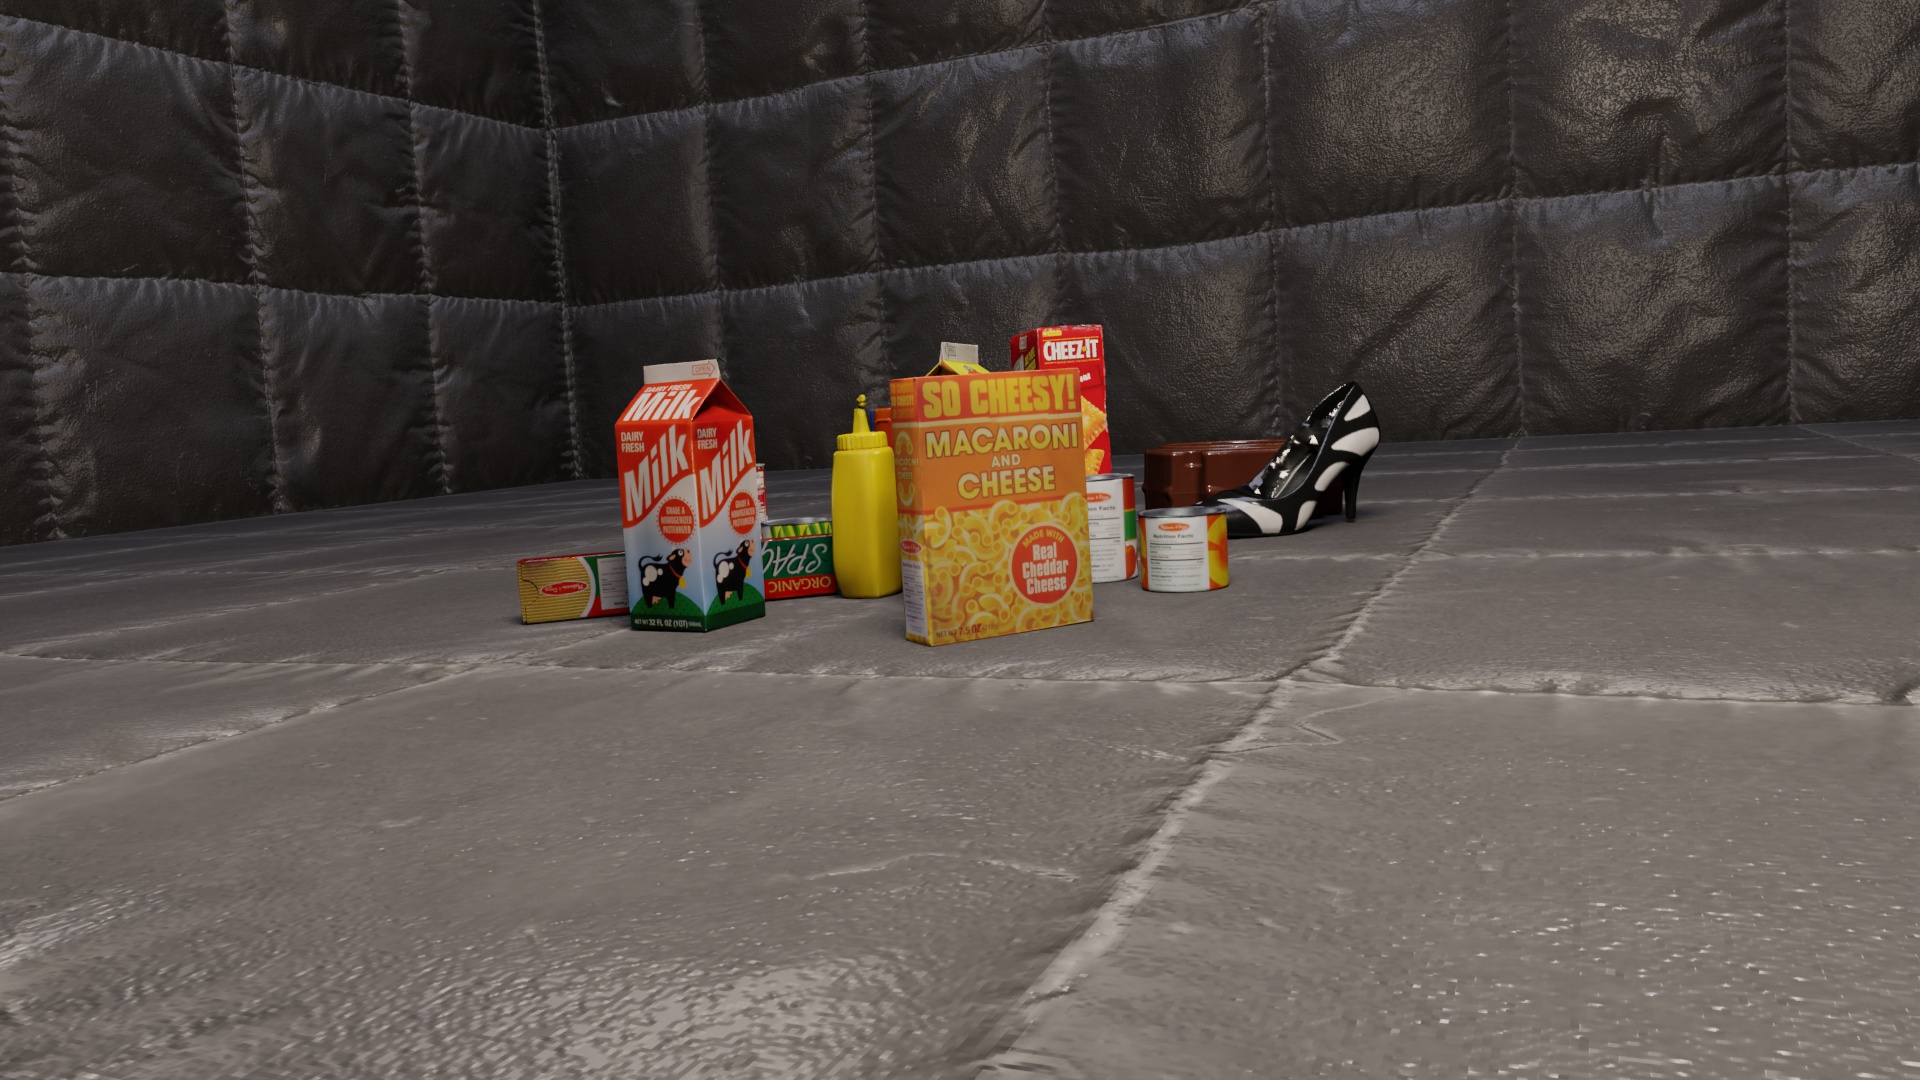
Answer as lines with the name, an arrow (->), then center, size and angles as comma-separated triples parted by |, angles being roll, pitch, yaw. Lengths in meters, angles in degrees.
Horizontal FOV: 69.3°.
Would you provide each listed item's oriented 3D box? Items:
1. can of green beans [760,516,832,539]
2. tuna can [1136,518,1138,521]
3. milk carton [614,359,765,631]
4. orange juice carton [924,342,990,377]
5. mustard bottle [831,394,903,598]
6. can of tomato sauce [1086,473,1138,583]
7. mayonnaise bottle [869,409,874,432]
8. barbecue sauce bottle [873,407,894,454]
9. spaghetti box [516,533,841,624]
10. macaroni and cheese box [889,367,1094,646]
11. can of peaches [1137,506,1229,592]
can of green beans -> -0.137, 0.011, 1.196 | 0.071, 0.057, 0.071 | -4, 5, 0
tuna can -> 0.196, -0.006, 1.279 | 0.071, 0.032, 0.071 | -4, 5, 0
milk carton -> -0.196, -0.033, 1.007 | 0.072, 0.190, 0.073 | -1, 6, 29
orange juice carton -> 0.005, -0.050, 1.027 | 0.073, 0.192, 0.072 | -2, 5, 24
mustard bottle -> -0.075, -0.036, 1.106 | 0.049, 0.160, 0.065 | -1, 6, 25
can of tomato sauce -> 0.110, -0.011, 1.123 | 0.071, 0.083, 0.071 | -4, 5, 0
mayonnaise bottle -> -0.060, -0.048, 1.286 | 0.065, 0.148, 0.041 | -3, 5, 5
barbecue sauce bottle -> -0.051, -0.038, 1.174 | 0.065, 0.148, 0.044 | -1, 6, 32
spaghetti box -> -0.220, 0.029, 1.106 | 0.250, 0.050, 0.028 | -5, 5, -14
macaroni and cheese box -> 0.020, -0.024, 0.891 | 0.124, 0.166, 0.040 | -7, 6, -29
can of peaches -> 0.168, 0.006, 1.043 | 0.071, 0.058, 0.071 | -4, 5, 0
